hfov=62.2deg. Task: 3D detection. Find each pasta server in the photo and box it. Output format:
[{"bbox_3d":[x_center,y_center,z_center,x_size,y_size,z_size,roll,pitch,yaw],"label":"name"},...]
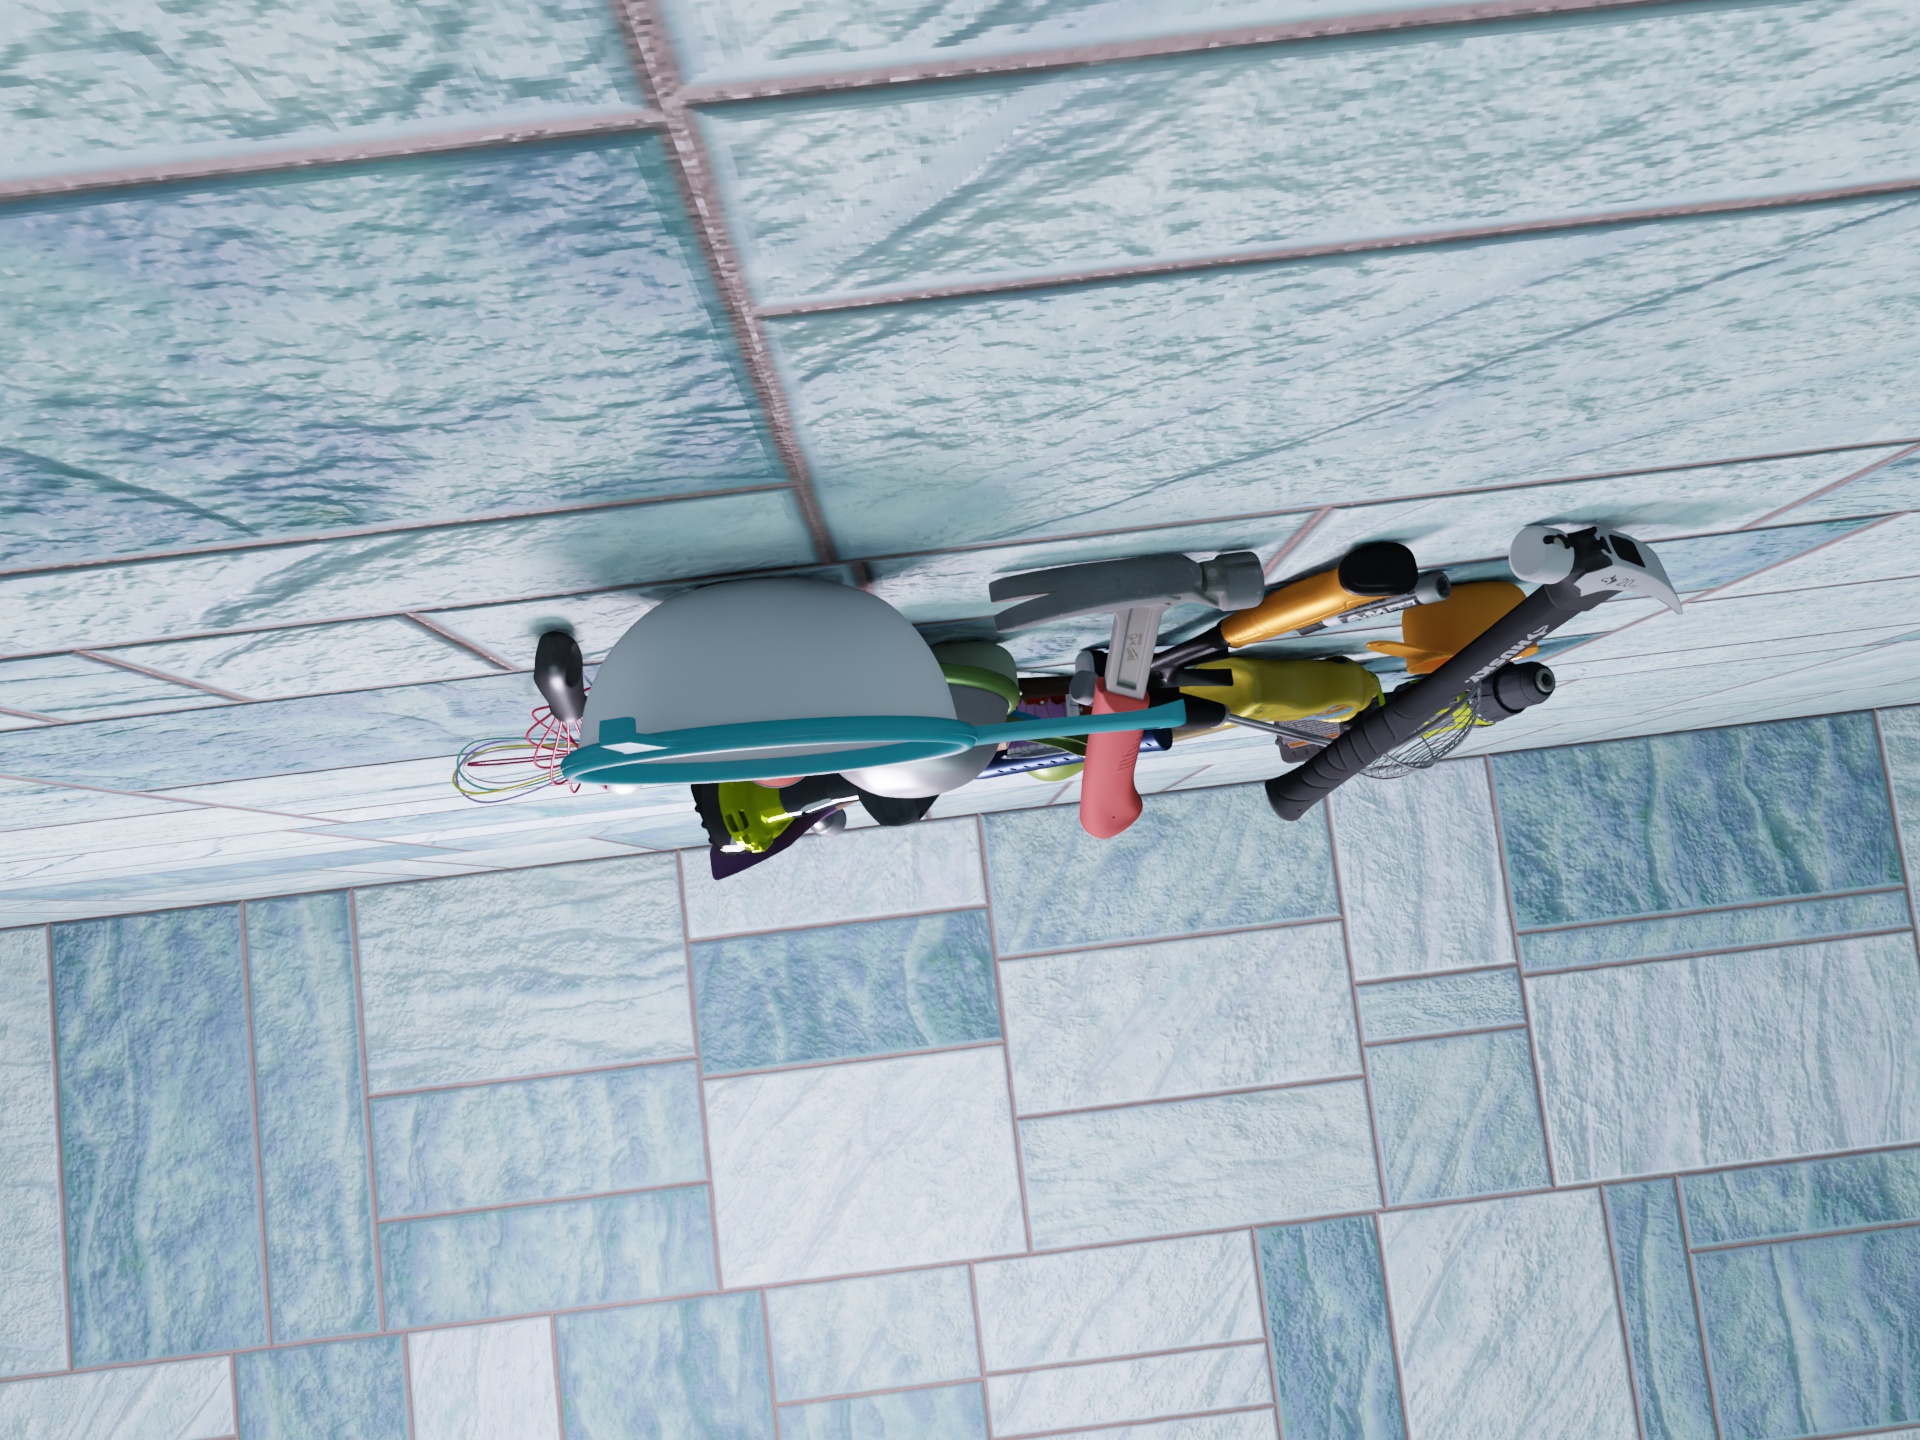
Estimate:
[{"bbox_3d":[-0.003,-0.028,1.198,0.060,0.040,0.316,-12,175,41],"label":"pasta server"}]

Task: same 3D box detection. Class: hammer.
[{"bbox_3d":[0.092,-0.001,1.016,0.149,0.037,0.358,-8,156,-3],"label":"hammer"},{"bbox_3d":[-0.003,0.047,1.456,0.405,0.035,0.144,-13,158,28],"label":"hammer"},{"bbox_3d":[0.198,-0.062,1.053,0.127,0.034,0.337,-4,173,-20],"label":"hammer"},{"bbox_3d":[0.315,-0.018,1.047,0.146,0.035,0.334,3,149,-30],"label":"hammer"}]

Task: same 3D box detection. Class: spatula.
[{"bbox_3d":[-0.090,0.061,1.424,0.316,0.060,0.018,-25,136,12],"label":"spatula"}]

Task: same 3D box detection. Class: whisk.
[{"bbox_3d":[-0.244,-0.007,0.996,0.073,0.073,0.295,-5,169,-11],"label":"whisk"},{"bbox_3d":[-0.290,0.021,1.286,0.245,0.051,0.047,-10,-165,-3],"label":"whisk"}]

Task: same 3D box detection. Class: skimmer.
[{"bbox_3d":[0.231,-0.021,1.153,0.363,0.090,0.127,11,159,-30],"label":"skimmer"}]

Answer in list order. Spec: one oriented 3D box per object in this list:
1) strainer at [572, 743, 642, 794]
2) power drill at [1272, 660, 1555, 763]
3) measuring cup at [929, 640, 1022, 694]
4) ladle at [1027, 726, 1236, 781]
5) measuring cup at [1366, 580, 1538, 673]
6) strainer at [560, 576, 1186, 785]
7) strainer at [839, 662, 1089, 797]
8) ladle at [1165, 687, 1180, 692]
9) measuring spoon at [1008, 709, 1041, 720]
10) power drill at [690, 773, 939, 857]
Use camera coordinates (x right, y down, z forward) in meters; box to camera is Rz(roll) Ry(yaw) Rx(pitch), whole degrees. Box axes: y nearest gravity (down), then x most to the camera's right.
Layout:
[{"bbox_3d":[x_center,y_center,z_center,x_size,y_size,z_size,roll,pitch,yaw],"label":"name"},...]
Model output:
[{"bbox_3d":[-0.240,0.026,1.365,0.258,0.050,0.086,-14,156,27],"label":"strainer"},{"bbox_3d":[0.434,-0.016,1.531,0.228,0.080,0.190,-7,174,-26],"label":"power drill"},{"bbox_3d":[-0.015,-0.040,1.046,0.083,0.038,0.167,-9,164,21],"label":"measuring cup"},{"bbox_3d":[0.214,0.005,1.681,0.320,0.062,0.078,-14,-177,0],"label":"ladle"},{"bbox_3d":[0.320,-0.067,1.071,0.173,0.052,0.095,3,168,-44],"label":"measuring cup"},{"bbox_3d":[-0.040,-0.027,0.838,0.340,0.095,0.211,-5,175,-19],"label":"strainer"},{"bbox_3d":[0.004,0.022,1.070,0.256,0.069,0.151,12,159,-41],"label":"strainer"},{"bbox_3d":[0.196,-0.014,1.501,0.069,0.031,0.315,17,178,5],"label":"ladle"},{"bbox_3d":[-0.002,-0.004,1.230,0.128,0.021,0.042,10,-166,7],"label":"measuring spoon"},{"bbox_3d":[-0.101,0.043,1.357,0.223,0.080,0.171,-12,-161,26],"label":"power drill"}]
